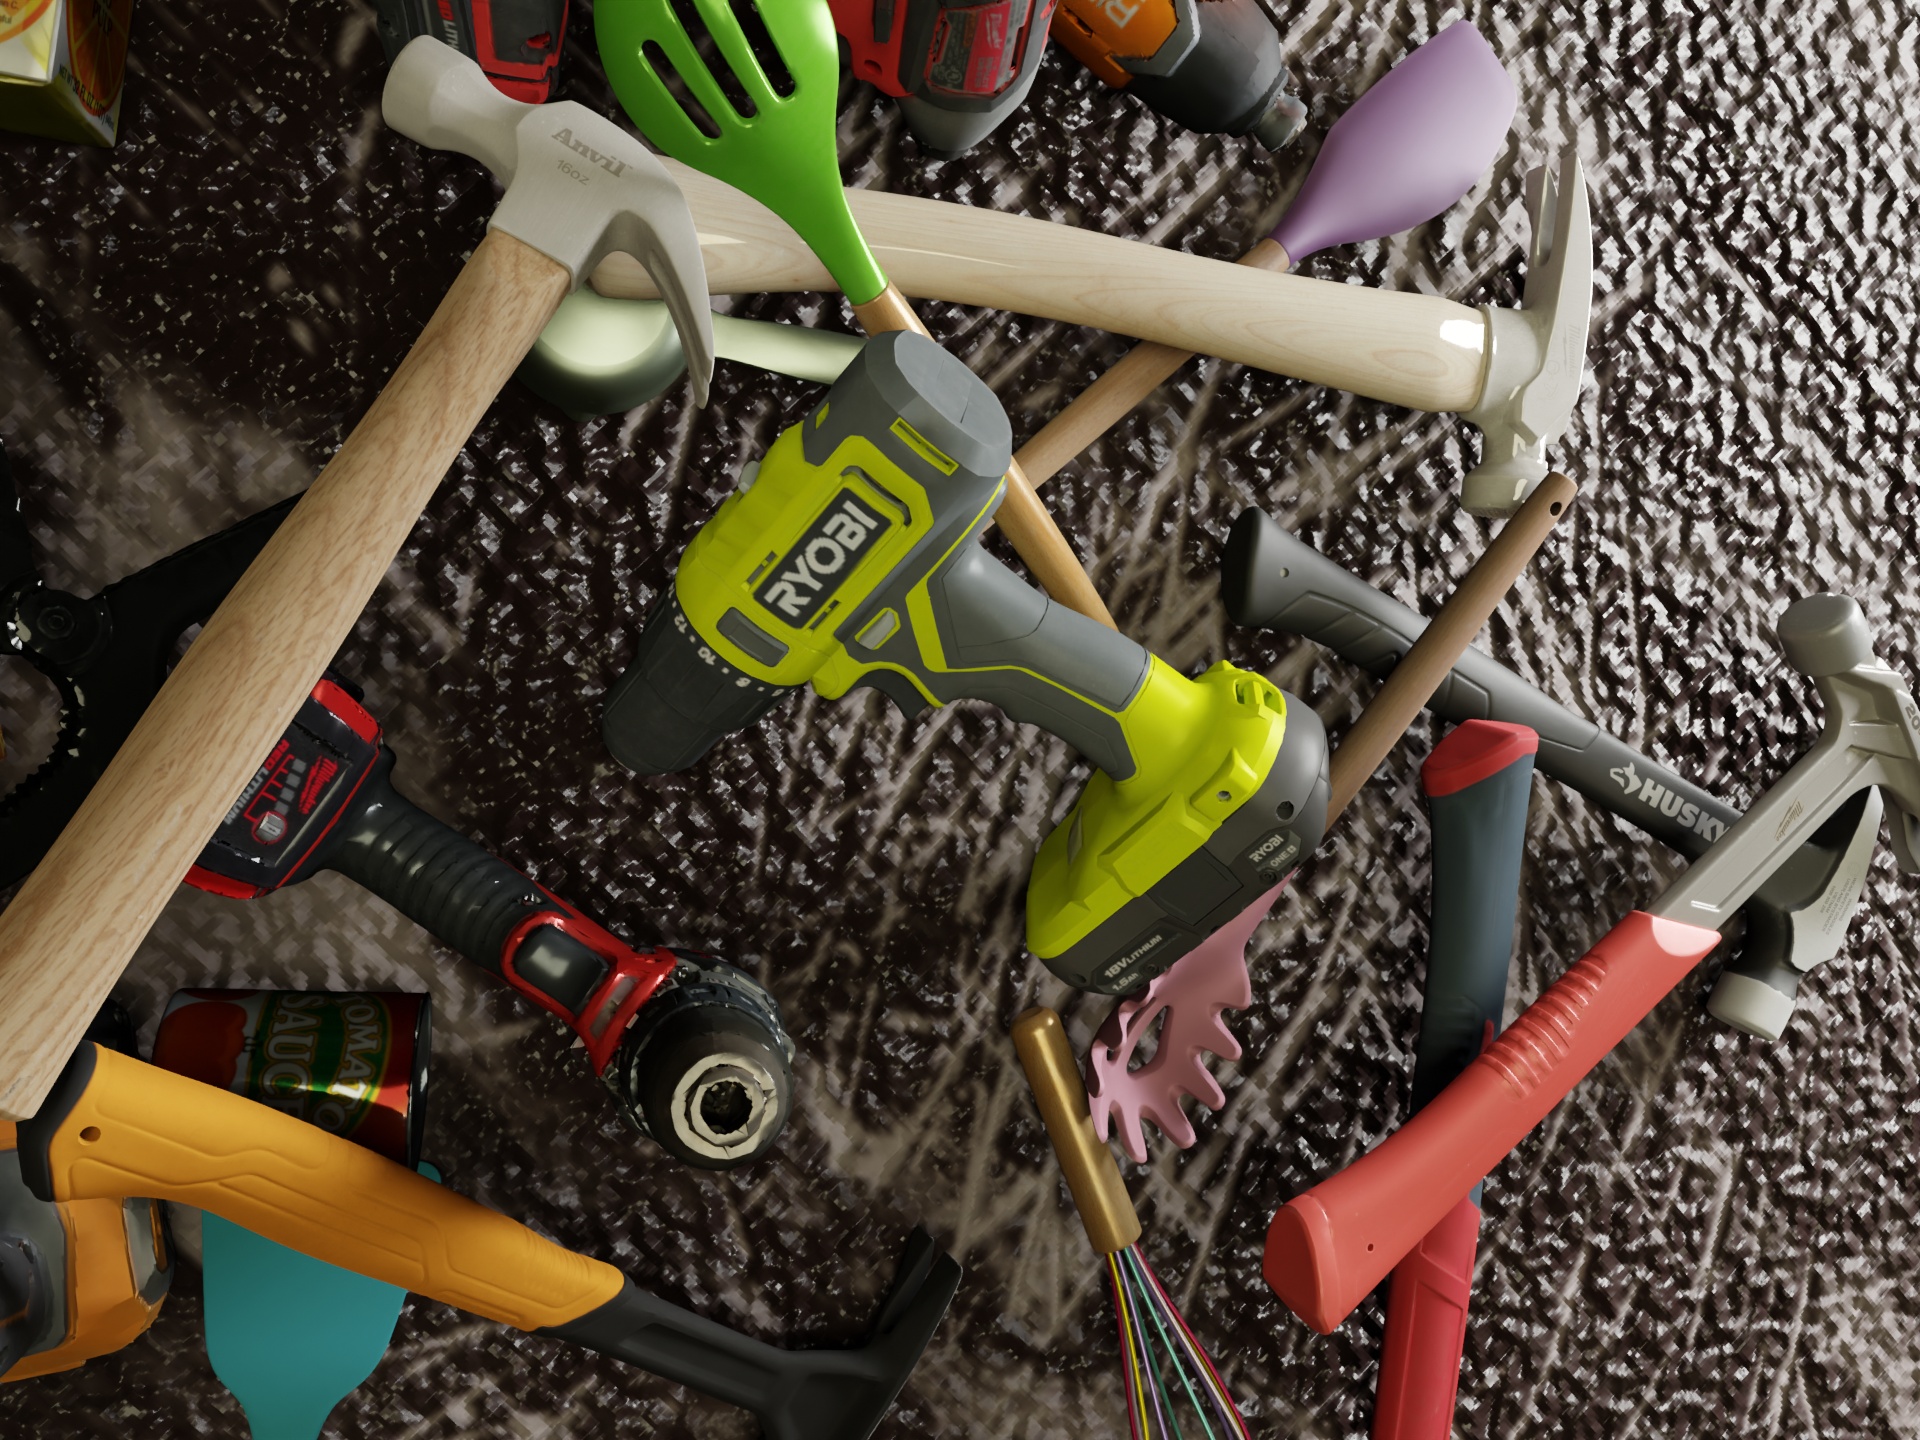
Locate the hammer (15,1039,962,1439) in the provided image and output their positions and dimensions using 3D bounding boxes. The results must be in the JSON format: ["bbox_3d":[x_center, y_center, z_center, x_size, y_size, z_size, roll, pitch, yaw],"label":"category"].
[{"bbox_3d":[-0.142,0.180,0.532,0.336,0.034,0.127,39,83,-35],"label":"hammer"}]

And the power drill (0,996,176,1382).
[{"bbox_3d":[-0.299,0.139,0.452,0.084,0.226,0.185,-9,95,-13],"label":"power drill"}]

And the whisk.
[{"bbox_3d":[0.069,0.232,0.644,0.047,0.051,0.245,-21,95,-6],"label":"whisk"}]

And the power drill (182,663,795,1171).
[{"bbox_3d":[-0.150,0.065,0.509,0.226,0.188,0.080,35,79,-9],"label":"power drill"}]

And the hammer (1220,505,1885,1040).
[{"bbox_3d":[0.253,0.002,0.678,0.334,0.035,0.146,29,87,-13],"label":"hammer"}]

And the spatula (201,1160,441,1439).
[{"bbox_3d":[-0.247,0.319,0.583,0.082,0.044,0.317,5,97,-14],"label":"spatula"}]

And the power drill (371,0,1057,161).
[{"bbox_3d":[-0.076,-0.247,0.530,0.219,0.143,0.079,2,70,-7],"label":"power drill"}]

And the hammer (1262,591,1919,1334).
[{"bbox_3d":[0.261,0.111,0.627,0.359,0.037,0.149,-39,110,-15],"label":"hammer"}]

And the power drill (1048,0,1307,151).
[{"bbox_3d":[0.115,-0.324,0.559,0.164,0.084,0.226,37,121,-13],"label":"power drill"}]

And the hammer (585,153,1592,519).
[{"bbox_3d":[0.058,-0.172,0.595,0.410,0.038,0.146,5,93,-19],"label":"hammer"}]

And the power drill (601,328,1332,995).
[{"bbox_3d":[-0.001,-0.002,0.572,0.228,0.080,0.190,36,119,-17],"label":"power drill"}]

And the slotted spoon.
[{"bbox_3d":[-0.016,-0.128,0.544,0.070,0.031,0.313,-26,130,15],"label":"slotted spoon"}]

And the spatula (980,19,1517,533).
[{"bbox_3d":[0.111,-0.171,0.641,0.316,0.018,0.059,-41,103,-9],"label":"spatula"}]

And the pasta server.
[{"bbox_3d":[0.148,0.034,0.627,0.060,0.040,0.316,35,92,-28],"label":"pasta server"}]

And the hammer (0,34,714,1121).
[{"bbox_3d":[-0.179,-0.044,0.453,0.130,0.031,0.331,28,71,-4],"label":"hammer"}]

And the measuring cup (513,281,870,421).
[{"bbox_3d":[-0.088,-0.144,0.583,0.167,0.038,0.083,9,91,-12],"label":"measuring cup"}]

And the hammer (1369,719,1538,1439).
[{"bbox_3d":[0.213,0.193,0.661,0.143,0.038,0.386,3,98,-15],"label":"hammer"}]
